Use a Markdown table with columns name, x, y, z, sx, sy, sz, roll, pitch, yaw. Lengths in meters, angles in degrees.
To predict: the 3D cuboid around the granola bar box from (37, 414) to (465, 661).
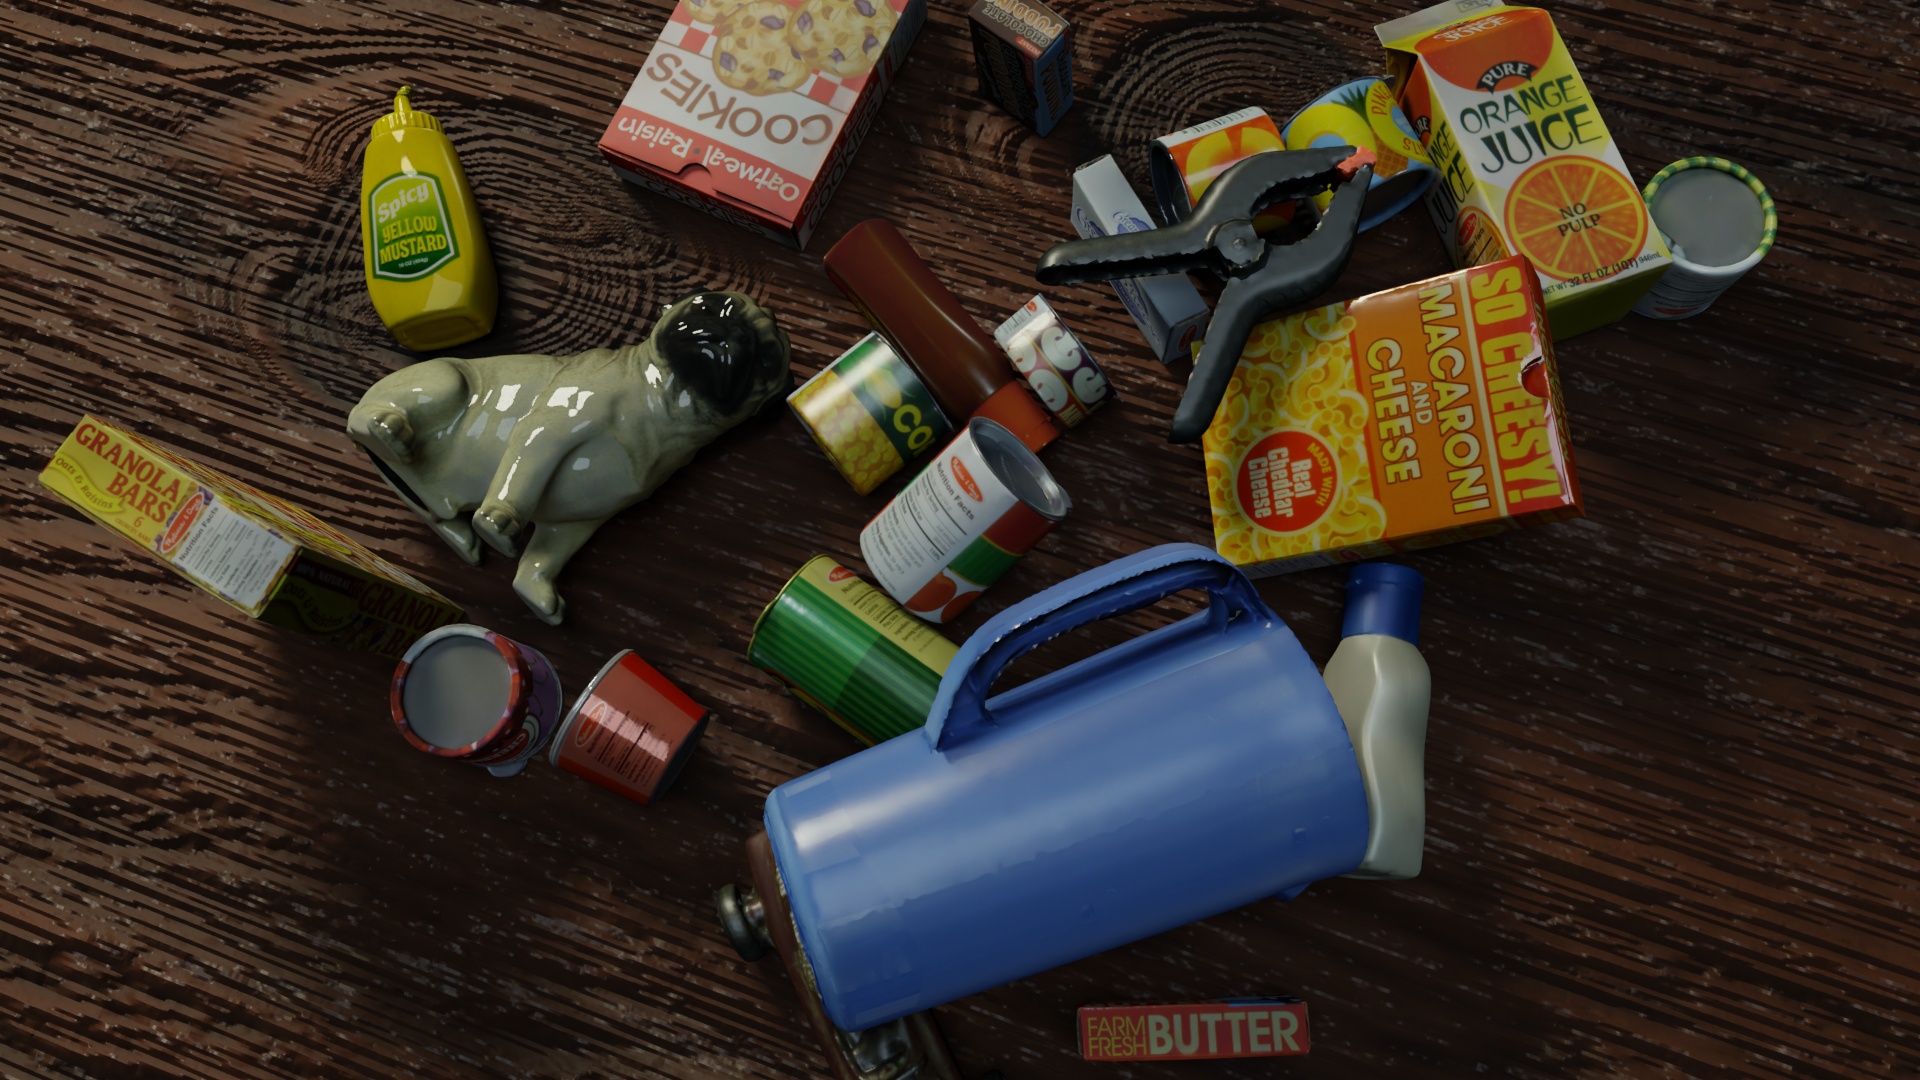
| name | x | y | z | sx | sy | sz | roll | pitch | yaw |
| --- | --- | --- | --- | --- | --- | --- | --- | --- | --- |
| granola bar box | -0.331 | 0.007 | 0.668 | 0.124 | 0.165 | 0.039 | 29 | 81 | 10 |

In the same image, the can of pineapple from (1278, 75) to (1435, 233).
| name | x | y | z | sx | sy | sz | roll | pitch | yaw |
| --- | --- | --- | --- | --- | --- | --- | --- | --- | --- |
| can of pineapple | 0.210 | -0.202 | 0.734 | 0.071 | 0.071 | 0.058 | -24 | 77 | -2 |

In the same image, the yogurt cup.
| name | x | y | z | sx | sy | sz | roll | pitch | yaw |
| --- | --- | --- | --- | --- | --- | --- | --- | --- | --- |
| yogurt cup | -0.161 | 0.095 | 0.687 | 0.054 | 0.072 | 0.072 | 31 | 80 | 2 |

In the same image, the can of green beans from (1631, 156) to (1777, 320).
| name | x | y | z | sx | sy | sz | roll | pitch | yaw |
| --- | --- | --- | --- | --- | --- | --- | --- | --- | --- |
| can of green beans | 0.374 | -0.155 | 0.716 | 0.071 | 0.057 | 0.071 | -1 | 76 | 4 |

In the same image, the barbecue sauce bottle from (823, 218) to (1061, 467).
| name | x | y | z | sx | sy | sz | roll | pitch | yaw |
| --- | --- | --- | --- | --- | --- | --- | --- | --- | --- |
| barbecue sauce bottle | -0.008 | -0.100 | 0.728 | 0.043 | 0.065 | 0.148 | -41 | 85 | 11 |

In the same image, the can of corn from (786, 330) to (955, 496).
| name | x | y | z | sx | sy | sz | roll | pitch | yaw |
| --- | --- | --- | --- | --- | --- | --- | --- | --- | --- |
| can of corn | -0.046 | -0.063 | 0.717 | 0.058 | 0.071 | 0.071 | -38 | 77 | -5 |

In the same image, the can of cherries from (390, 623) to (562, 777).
| name | x | y | z | sx | sy | sz | roll | pitch | yaw |
| --- | --- | --- | --- | --- | --- | --- | --- | --- | --- |
| can of cherries | -0.241 | 0.081 | 0.698 | 0.071 | 0.058 | 0.071 | -1 | 75 | 4 |

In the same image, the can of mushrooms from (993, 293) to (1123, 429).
| name | x | y | z | sx | sy | sz | roll | pitch | yaw |
| --- | --- | --- | --- | --- | --- | --- | --- | --- | --- |
| can of mushrooms | 0.050 | -0.090 | 0.716 | 0.033 | 0.071 | 0.071 | -38 | 76 | 7 |

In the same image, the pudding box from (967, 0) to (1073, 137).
| name | x | y | z | sx | sy | sz | roll | pitch | yaw |
| --- | --- | --- | --- | --- | --- | --- | --- | --- | --- |
| pudding box | 0.034 | -0.261 | 0.754 | 0.050 | 0.083 | 0.030 | 39 | 85 | 11 |

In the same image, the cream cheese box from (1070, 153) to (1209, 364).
| name | x | y | z | sx | sy | sz | roll | pitch | yaw |
| --- | --- | --- | --- | --- | --- | --- | --- | --- | --- |
| cream cheese box | 0.093 | -0.148 | 0.736 | 0.024 | 0.053 | 0.104 | -28 | 76 | -5 |

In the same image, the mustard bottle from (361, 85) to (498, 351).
| name | x | y | z | sx | sy | sz | roll | pitch | yaw |
| --- | --- | --- | --- | --- | --- | --- | --- | --- | --- |
| mustard bottle | -0.302 | -0.187 | 0.775 | 0.065 | 0.048 | 0.160 | -15 | 75 | -2 |

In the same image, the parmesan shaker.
| name | x | y | z | sx | sy | sz | roll | pitch | yaw |
| --- | --- | --- | --- | --- | --- | --- | --- | --- | --- |
| parmesan shaker | -0.045 | 0.063 | 0.683 | 0.103 | 0.071 | 0.071 | 34 | 81 | 11 |

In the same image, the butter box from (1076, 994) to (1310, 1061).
| name | x | y | z | sx | sy | sz | roll | pitch | yaw |
| --- | --- | --- | --- | --- | --- | --- | --- | --- | --- |
| butter box | 0.105 | 0.225 | 0.641 | 0.103 | 0.053 | 0.024 | -3 | 74 | 3 |

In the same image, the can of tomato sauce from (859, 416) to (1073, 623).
| name | x | y | z | sx | sy | sz | roll | pitch | yaw |
| --- | --- | --- | --- | --- | --- | --- | --- | --- | --- |
| can of tomato sauce | 0.002 | -0.009 | 0.687 | 0.083 | 0.071 | 0.071 | -44 | 76 | 21 |

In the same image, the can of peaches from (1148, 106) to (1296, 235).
| name | x | y | z | sx | sy | sz | roll | pitch | yaw |
| --- | --- | --- | --- | --- | --- | --- | --- | --- | --- |
| can of peaches | 0.139 | -0.188 | 0.738 | 0.058 | 0.071 | 0.071 | -20 | 76 | -2 |

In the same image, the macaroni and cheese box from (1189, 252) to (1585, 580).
| name | x | y | z | sx | sy | sz | roll | pitch | yaw |
| --- | --- | --- | --- | --- | --- | --- | --- | --- | --- |
| macaroni and cheese box | 0.202 | -0.056 | 0.676 | 0.166 | 0.040 | 0.124 | -13 | 74 | 29 |

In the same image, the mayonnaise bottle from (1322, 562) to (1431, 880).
| name | x | y | z | sx | sy | sz | roll | pitch | yaw |
| --- | --- | --- | --- | --- | --- | --- | --- | --- | --- |
| mayonnaise bottle | 0.198 | 0.086 | 0.667 | 0.041 | 0.064 | 0.148 | 16 | 72 | -14 |

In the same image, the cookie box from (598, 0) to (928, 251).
| name | x | y | z | sx | sy | sz | roll | pitch | yaw |
| --- | --- | --- | --- | --- | --- | --- | --- | --- | --- |
| cookie box | -0.110 | -0.262 | 0.785 | 0.123 | 0.040 | 0.168 | 24 | 79 | 9 |

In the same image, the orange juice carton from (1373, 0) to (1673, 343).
| name | x | y | z | sx | sy | sz | roll | pitch | yaw |
| --- | --- | --- | --- | --- | --- | --- | --- | --- | --- |
| orange juice carton | 0.285 | -0.201 | 0.726 | 0.072 | 0.073 | 0.193 | -18 | 75 | 0 |
